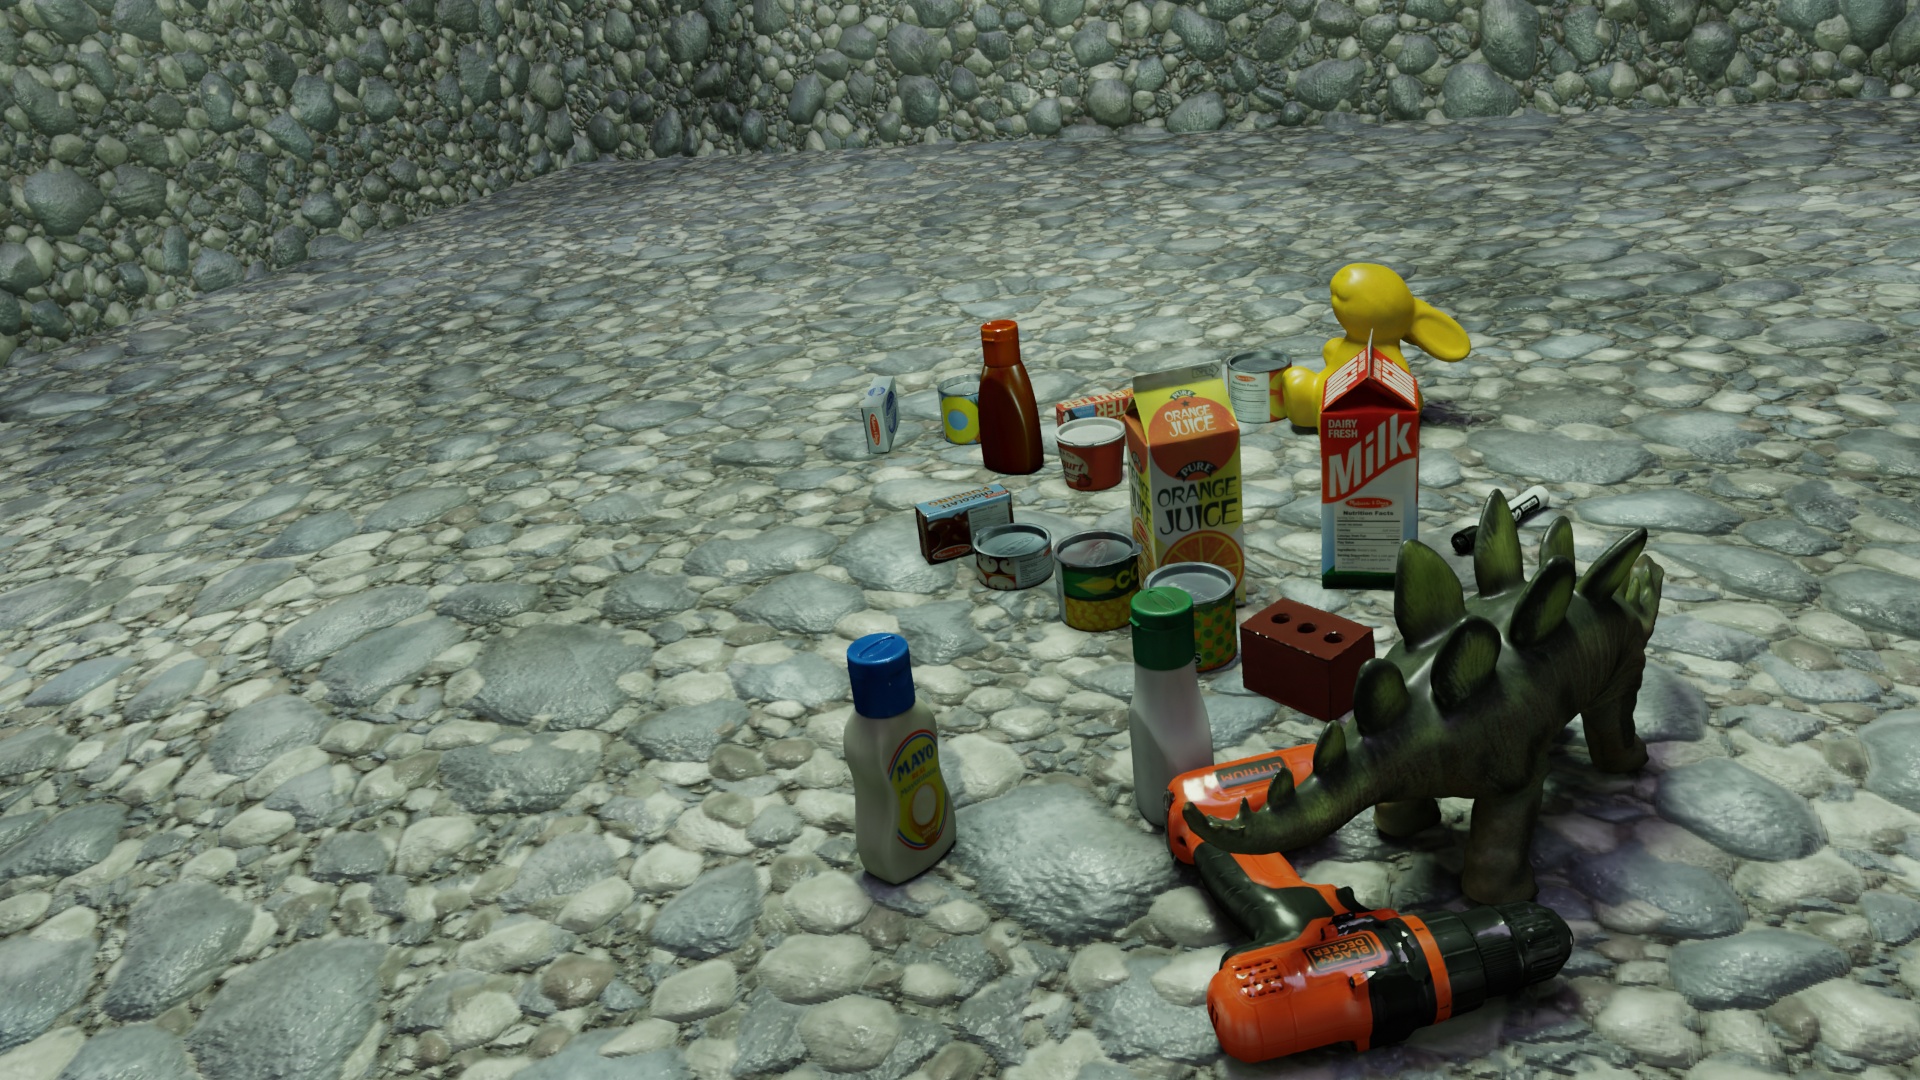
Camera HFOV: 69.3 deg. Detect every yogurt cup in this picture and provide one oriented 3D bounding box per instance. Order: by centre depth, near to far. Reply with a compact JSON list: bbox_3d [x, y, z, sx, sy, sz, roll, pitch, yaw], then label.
[{"bbox_3d":[0.126,-0.082,1.330,0.072,0.053,0.073,-6,25,3],"label":"yogurt cup"}]

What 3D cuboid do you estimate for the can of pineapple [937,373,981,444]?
[{"bbox_3d":[0.013,-0.140,1.479,0.071,0.057,0.071,-6,25,3],"label":"can of pineapple"}]

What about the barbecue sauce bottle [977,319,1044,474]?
[{"bbox_3d":[0.045,-0.141,1.366,0.065,0.148,0.044,12,31,36],"label":"barbecue sauce bottle"}]

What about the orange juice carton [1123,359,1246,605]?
[{"bbox_3d":[0.172,-0.042,1.071,0.072,0.191,0.073,-10,25,-5],"label":"orange juice carton"}]

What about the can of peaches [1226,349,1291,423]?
[{"bbox_3d":[0.312,-0.160,1.441,0.071,0.057,0.071,-6,25,3],"label":"can of peaches"}]

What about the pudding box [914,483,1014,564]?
[{"bbox_3d":[0.004,-0.015,1.227,0.084,0.049,0.030,-16,26,-17],"label":"pudding box"}]

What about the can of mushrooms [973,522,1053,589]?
[{"bbox_3d":[0.044,0.012,1.177,0.071,0.033,0.071,-6,25,3],"label":"can of mushrooms"}]

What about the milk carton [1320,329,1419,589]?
[{"bbox_3d":[0.317,-0.062,1.076,0.073,0.189,0.073,0,26,17],"label":"milk carton"}]

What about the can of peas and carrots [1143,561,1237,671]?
[{"bbox_3d":[0.168,0.057,1.019,0.071,0.058,0.071,-6,25,3],"label":"can of peas and carrots"}]

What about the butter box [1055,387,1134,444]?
[{"bbox_3d":[0.149,-0.121,1.407,0.104,0.053,0.024,-14,25,-13],"label":"butter box"}]

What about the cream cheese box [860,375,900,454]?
[{"bbox_3d":[-0.086,-0.137,1.506,0.024,0.053,0.104,-4,25,7],"label":"cream cheese box"}]

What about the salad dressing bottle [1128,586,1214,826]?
[{"bbox_3d":[0.125,0.100,0.834,0.044,0.147,0.064,-15,26,-16],"label":"salad dressing bottle"}]

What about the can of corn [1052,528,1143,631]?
[{"bbox_3d":[0.110,0.031,1.090,0.071,0.058,0.071,-6,25,3],"label":"can of corn"}]

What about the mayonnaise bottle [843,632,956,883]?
[{"bbox_3d":[-0.039,0.127,0.822,0.041,0.147,0.065,15,33,40],"label":"mayonnaise bottle"}]
